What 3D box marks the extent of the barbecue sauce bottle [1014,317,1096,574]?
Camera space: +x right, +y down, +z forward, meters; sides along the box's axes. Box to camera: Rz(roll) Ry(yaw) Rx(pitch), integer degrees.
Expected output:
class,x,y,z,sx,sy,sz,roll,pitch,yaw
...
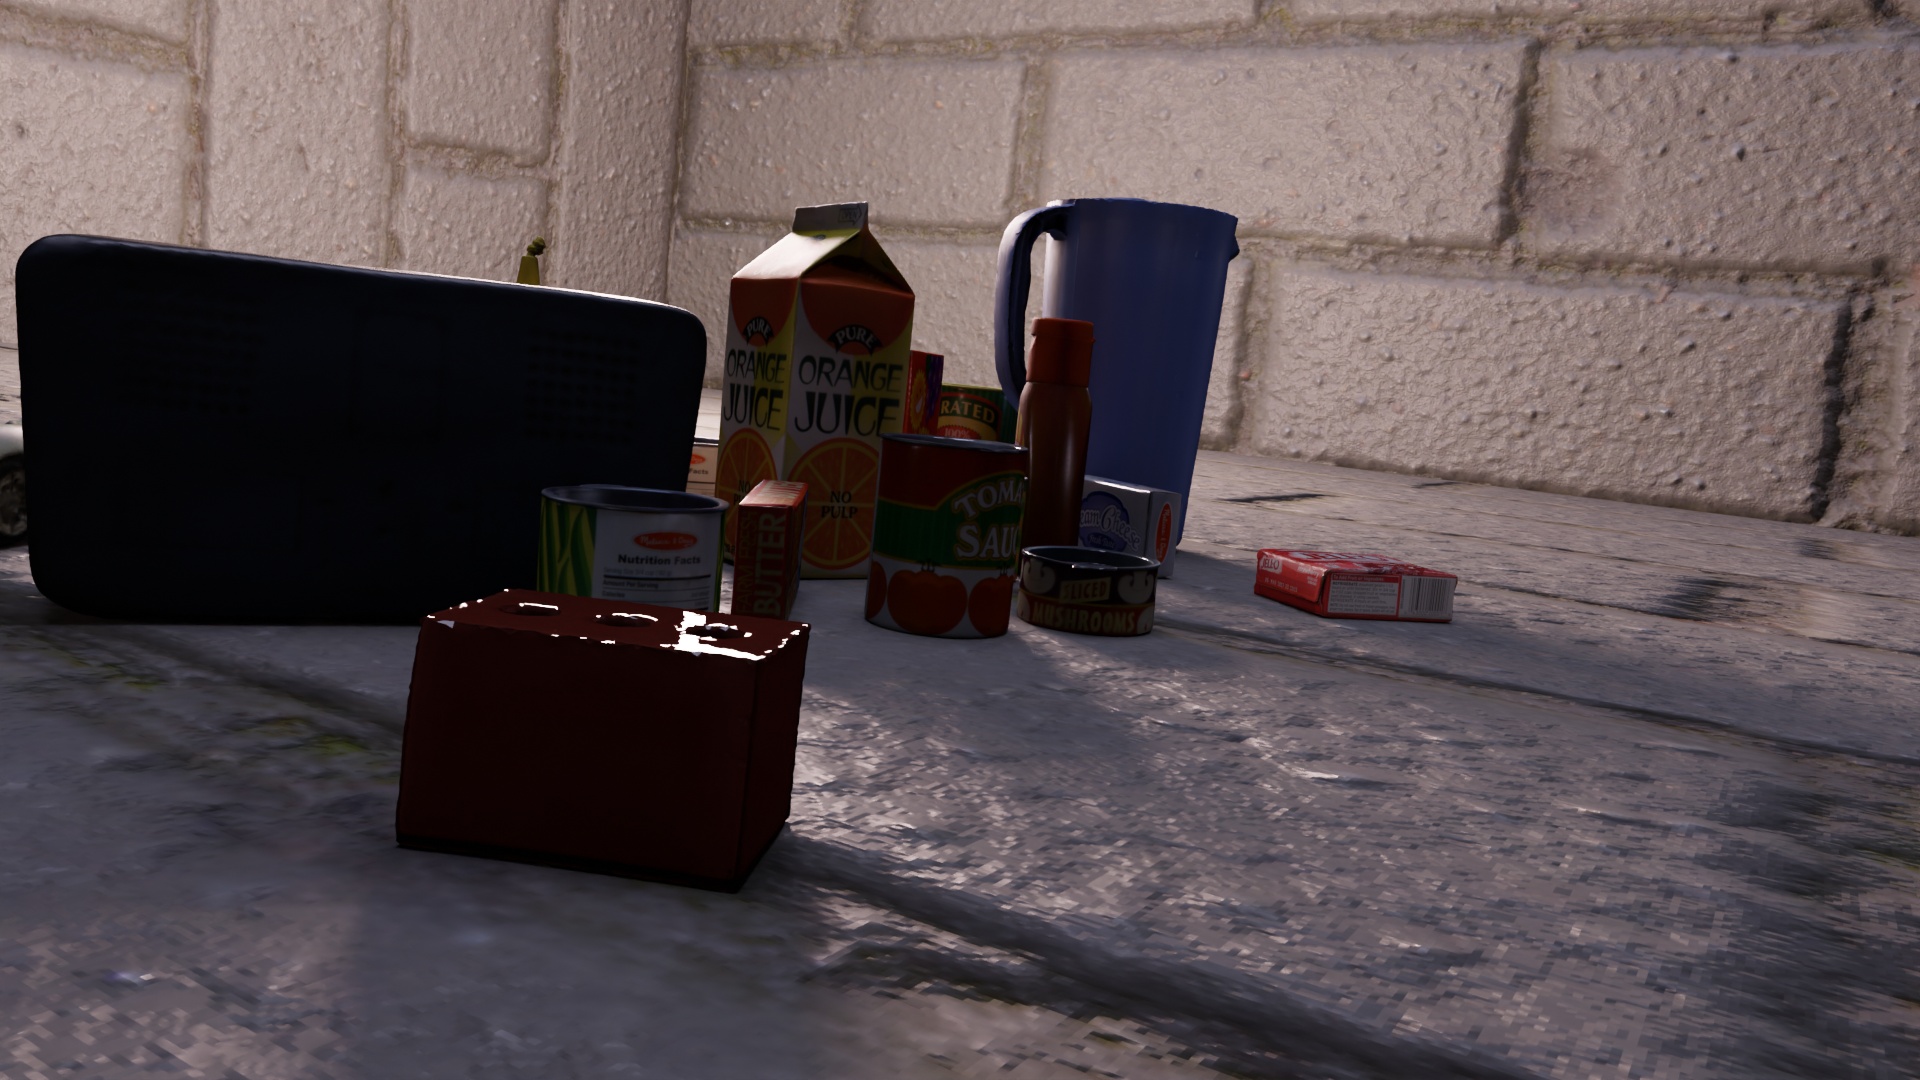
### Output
class,x,y,z,sx,sy,sz,roll,pitch,yaw
barbecue sauce bottle,0.053,-0.055,0.814,0.044,0.148,0.065,5,7,-4

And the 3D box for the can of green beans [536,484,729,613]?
class,x,y,z,sx,sy,sz,roll,pitch,yaw
can of green beans,-0.119,0.012,0.502,0.071,0.057,0.071,6,7,-1

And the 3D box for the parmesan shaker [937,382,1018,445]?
class,x,y,z,sx,sy,sz,roll,pitch,yaw
parmesan shaker,0.008,-0.059,0.992,0.071,0.103,0.071,6,7,-1

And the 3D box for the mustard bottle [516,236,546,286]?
class,x,y,z,sx,sy,sz,roll,pitch,yaw
mustard bottle,-0.230,-0.078,0.721,0.065,0.160,0.049,7,7,8

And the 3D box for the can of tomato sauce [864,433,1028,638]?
class,x,y,z,sx,sy,sz,roll,pitch,yaw
can of tomato sauce,-0.005,-0.003,0.617,0.071,0.083,0.071,6,7,-1

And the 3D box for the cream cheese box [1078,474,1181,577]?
class,x,y,z,sx,sy,sz,roll,pitch,yaw
cream cheese box,0.100,-0.011,0.883,0.024,0.053,0.104,3,8,-26

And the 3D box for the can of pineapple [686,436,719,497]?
class,x,y,z,sx,sy,sz,roll,pitch,yaw
can of pineapple,-0.162,-0.032,0.822,0.071,0.057,0.071,6,7,-1

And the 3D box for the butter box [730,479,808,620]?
class,x,y,z,sx,sy,sz,roll,pitch,yaw
butter box,-0.084,0.004,0.621,0.024,0.053,0.103,5,7,-3

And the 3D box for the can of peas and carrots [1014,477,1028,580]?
class,x,y,z,sx,sy,sz,roll,pitch,yaw
can of peas and carrots,0.003,-0.010,0.775,0.071,0.058,0.071,6,7,-1

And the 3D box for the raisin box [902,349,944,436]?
class,x,y,z,sx,sy,sz,roll,pitch,yaw
raisin box,-0.043,-0.061,0.883,0.040,0.123,0.086,7,7,13

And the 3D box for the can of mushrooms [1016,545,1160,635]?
class,x,y,z,sx,sy,sz,roll,pitch,yaw
can of mushrooms,0.060,0.023,0.660,0.071,0.033,0.071,6,7,-1

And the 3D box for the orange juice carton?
class,x,y,z,sx,sy,sz,roll,pitch,yaw
orange juice carton,-0.077,-0.080,0.731,0.073,0.192,0.072,1,8,-37
